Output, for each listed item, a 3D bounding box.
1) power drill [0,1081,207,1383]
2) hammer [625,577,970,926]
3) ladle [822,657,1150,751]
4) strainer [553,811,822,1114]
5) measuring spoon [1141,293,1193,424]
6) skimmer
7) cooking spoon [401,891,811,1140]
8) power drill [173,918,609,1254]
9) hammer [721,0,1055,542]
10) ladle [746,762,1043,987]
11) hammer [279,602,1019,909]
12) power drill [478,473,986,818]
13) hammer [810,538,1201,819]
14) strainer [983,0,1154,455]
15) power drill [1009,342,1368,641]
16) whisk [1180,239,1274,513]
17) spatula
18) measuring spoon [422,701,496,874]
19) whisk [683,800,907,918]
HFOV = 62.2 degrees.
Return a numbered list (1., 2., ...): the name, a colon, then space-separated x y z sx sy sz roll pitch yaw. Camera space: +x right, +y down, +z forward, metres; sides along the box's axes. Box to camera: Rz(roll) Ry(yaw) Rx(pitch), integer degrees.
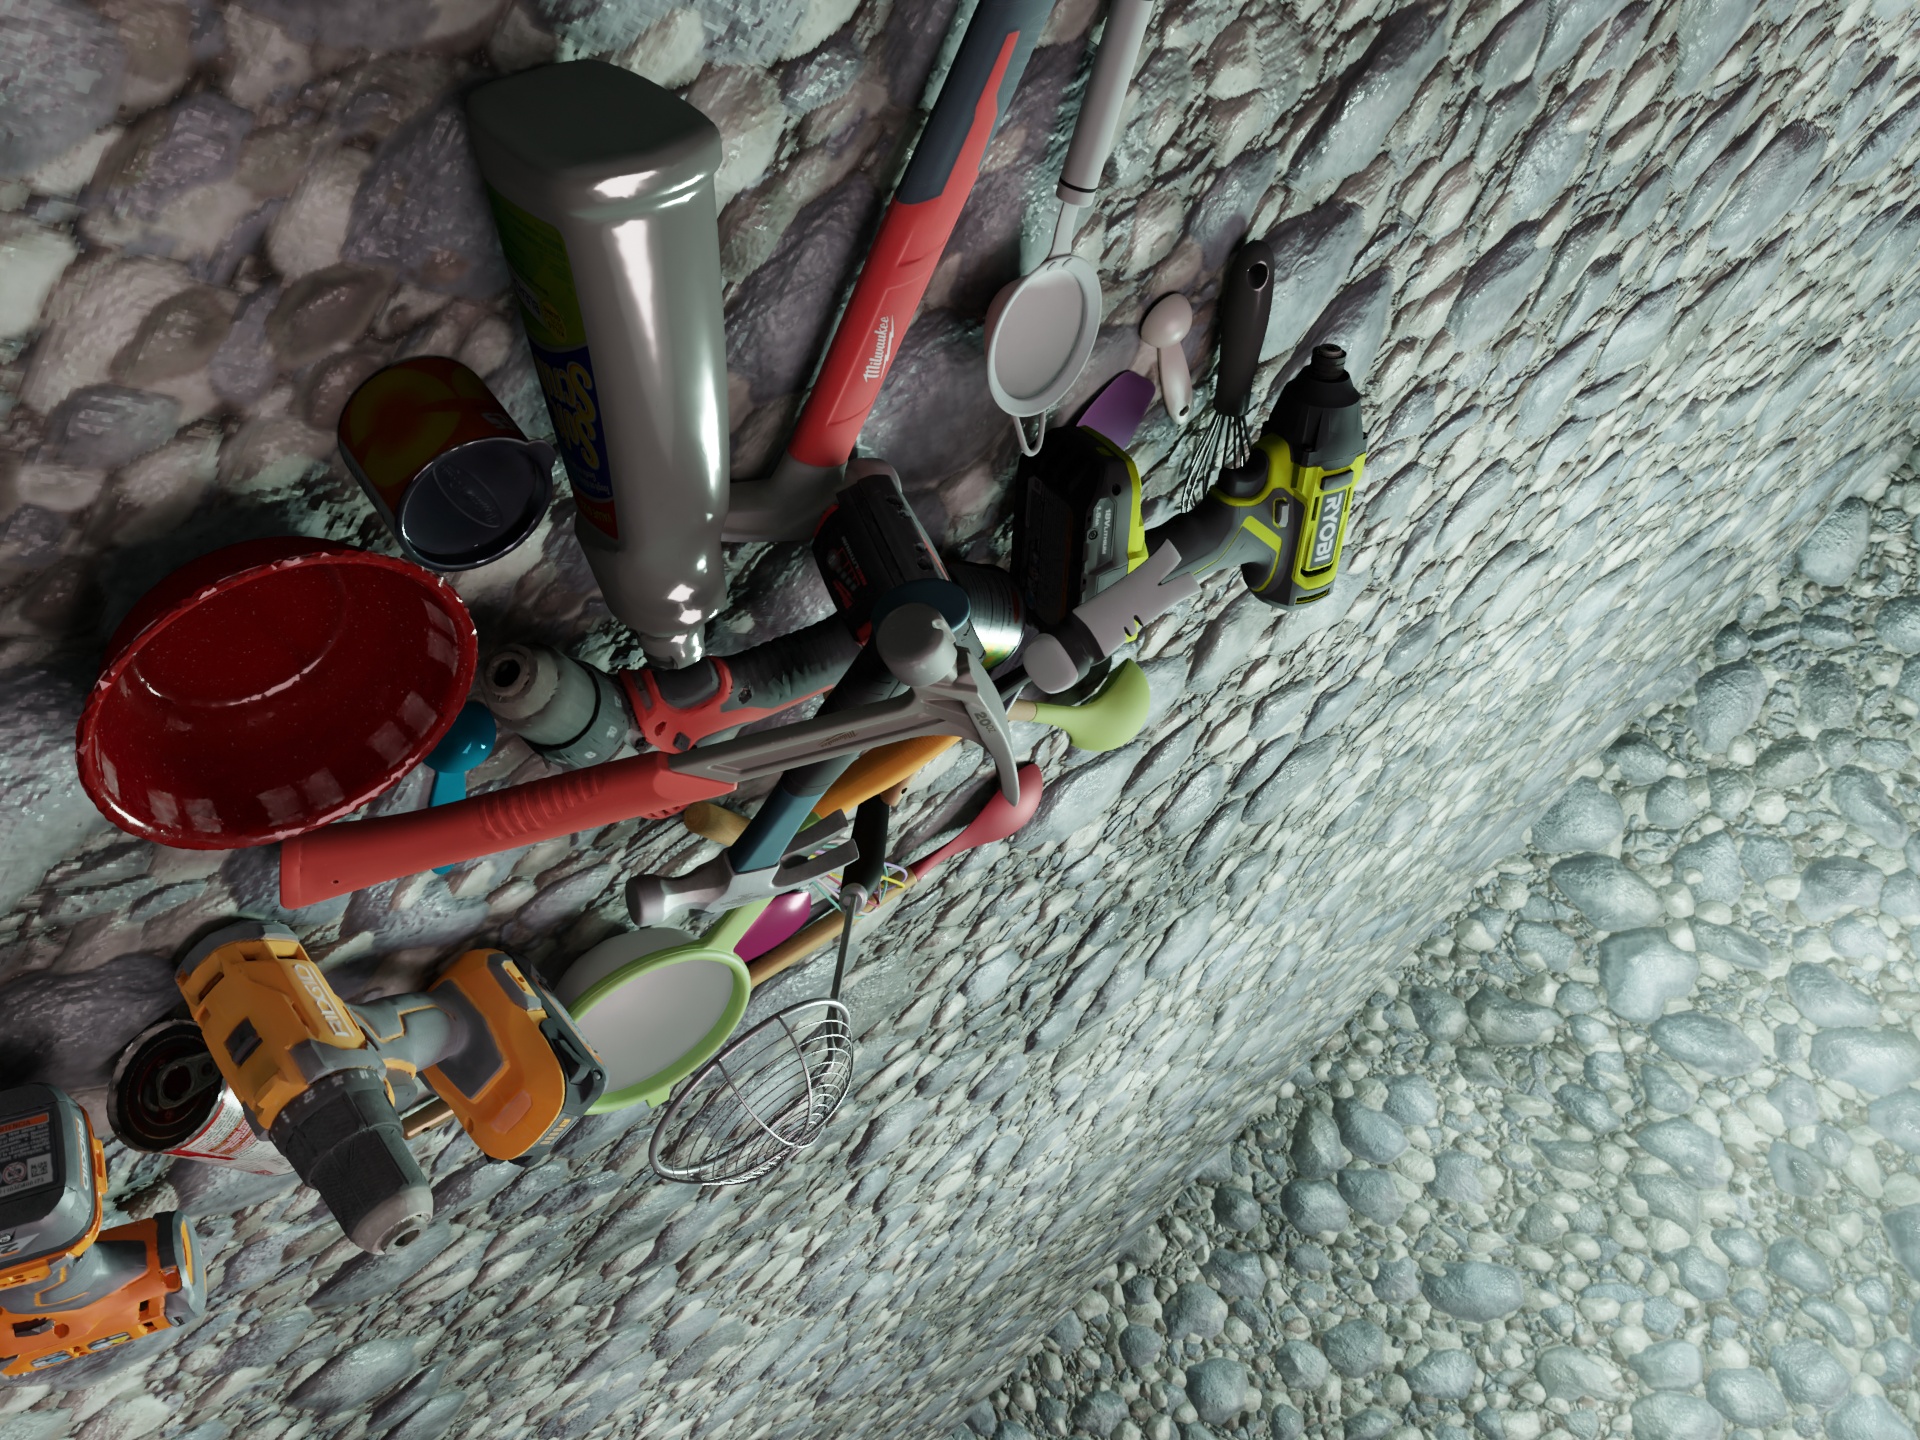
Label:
1. power drill: -0.491 0.274 0.798 0.164 0.084 0.226 -14 149 -18
2. hammer: -0.078 0.026 0.835 0.128 0.033 0.331 -9 156 -30
3. ladle: 0.023 -0.017 1.102 0.320 0.062 0.078 4 131 -46
4. strainer: -0.183 0.142 1.026 0.256 0.069 0.151 -50 147 10
5. measuring spoon: 0.133 -0.213 0.966 0.034 0.018 0.124 -39 154 -4
6. skimmer: -0.098 0.131 0.951 0.364 0.090 0.127 -82 -162 -60
7. cooking spoon: -0.235 0.201 1.098 0.319 0.017 0.068 -27 149 -27
8. power drill: -0.285 0.195 0.847 0.084 0.185 0.226 -47 156 7
9. hammer: -0.022 -0.240 0.704 0.143 0.038 0.386 -10 139 -44
10. ladle: -0.059 0.130 1.216 0.315 0.031 0.069 -32 152 -14
11. hammer: -0.155 0.036 0.753 0.359 0.037 0.149 -14 148 10
12. power drill: -0.115 -0.033 0.802 0.226 0.080 0.187 -27 159 4
13. hammer: -0.001 -0.003 0.934 0.127 0.034 0.337 -36 -178 -40
14. strainer: 0.054 -0.253 0.781 0.087 0.050 0.258 -24 143 -42
15. power drill: 0.146 -0.133 0.968 0.223 0.080 0.171 -17 131 -25
16. whisk: 0.175 -0.201 1.010 0.055 0.055 0.238 -30 147 -21
17. spatula: 0.029 -0.077 0.998 0.059 0.018 0.316 7 118 -54
18. measuring spoon: -0.261 0.043 0.825 0.042 0.021 0.128 -19 144 -37
19. whisk: -0.111 0.093 1.080 0.051 0.047 0.244 -56 148 2
